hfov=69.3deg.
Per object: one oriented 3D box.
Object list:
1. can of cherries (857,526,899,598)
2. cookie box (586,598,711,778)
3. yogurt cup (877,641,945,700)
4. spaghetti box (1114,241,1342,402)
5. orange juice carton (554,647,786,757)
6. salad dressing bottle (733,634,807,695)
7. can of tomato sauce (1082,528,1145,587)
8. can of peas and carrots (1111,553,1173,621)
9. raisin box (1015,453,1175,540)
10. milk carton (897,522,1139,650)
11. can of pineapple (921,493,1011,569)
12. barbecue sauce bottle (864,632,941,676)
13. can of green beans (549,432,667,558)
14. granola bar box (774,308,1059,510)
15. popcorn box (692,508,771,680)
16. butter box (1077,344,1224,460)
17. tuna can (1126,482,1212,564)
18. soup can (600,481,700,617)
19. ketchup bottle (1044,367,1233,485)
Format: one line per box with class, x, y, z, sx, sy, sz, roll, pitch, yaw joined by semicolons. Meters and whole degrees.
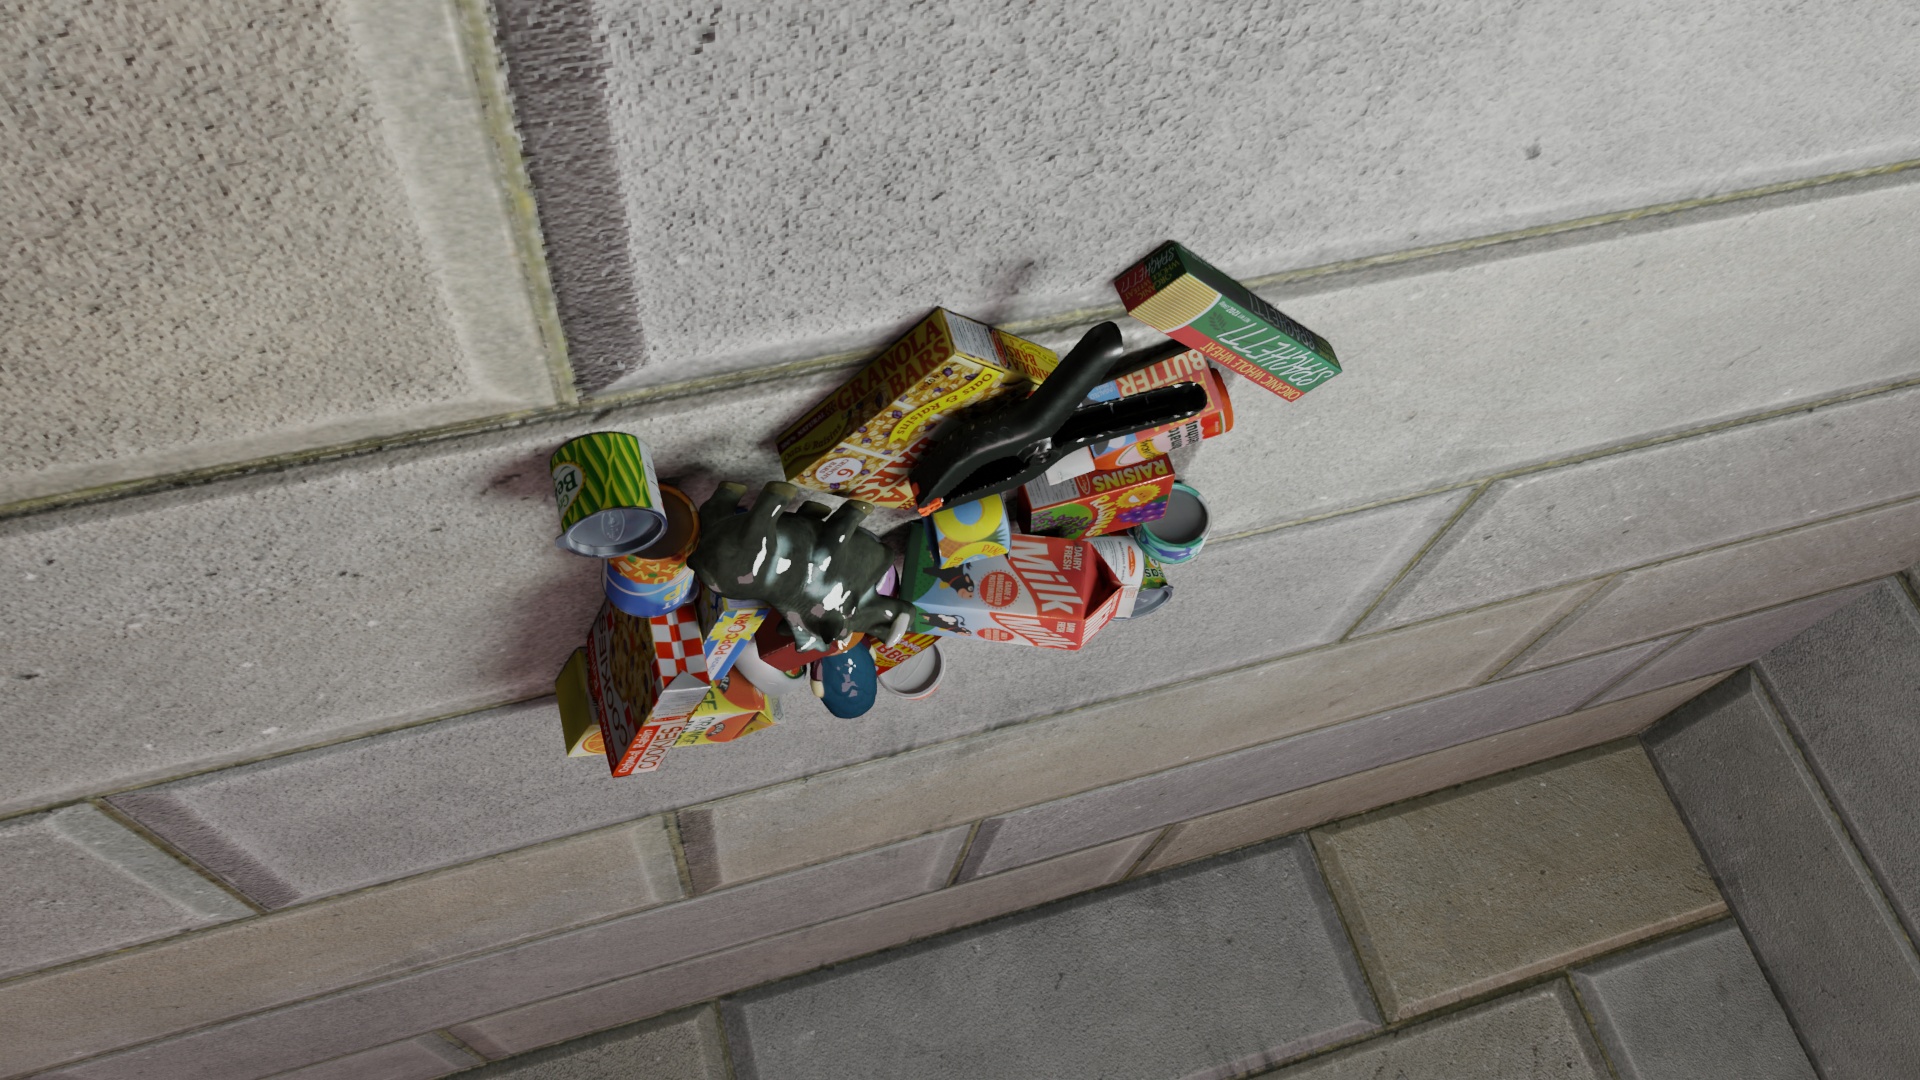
can of cherries;-0.087;0.031;1.116;0.071;0.072;0.058;-19;157;1
cookie box;-0.245;0.094;1.073;0.040;0.123;0.166;-2;151;-30
yogurt cup;-0.047;0.125;1.353;0.072;0.072;0.053;-17;164;-3
spaghetti box;0.198;-0.149;0.986;0.050;0.029;0.250;-32;152;30
orange juice carton;-0.248;0.136;1.223;0.193;0.072;0.072;-1;151;-33
salad dressing bottle;-0.179;0.085;1.182;0.044;0.064;0.147;-20;148;9
can of tomato sauce;0.111;0.022;1.245;0.083;0.071;0.071;-2;151;-30
can of peas and carrots;0.161;0.035;1.315;0.071;0.059;0.070;-16;155;-7
raisin box;0.110;-0.037;1.152;0.123;0.040;0.085;-15;155;-6
milk carton;0.049;0.041;1.145;0.191;0.074;0.072;6;156;3
can of pineapple;0.004;-0.014;1.086;0.058;0.071;0.070;-14;155;-9
barbecue sauce bottle;-0.047;0.079;1.278;0.148;0.044;0.065;-29;144;22
can of green beans;-0.229;-0.029;0.902;0.071;0.058;0.071;-15;156;-7
granola bar box;-0.026;-0.084;0.954;0.165;0.039;0.124;-34;152;32
popcorn box;-0.188;0.044;1.052;0.038;0.085;0.126;-2;151;-30
butter box;0.135;-0.102;1.011;0.103;0.053;0.024;-21;-165;6
tuna can;0.183;-0.016;1.216;0.071;0.071;0.032;-14;155;-9
soup can;-0.216;0.008;0.977;0.071;0.071;0.083;-9;154;-20
ketchup bottle;0.132;-0.084;1.061;0.149;0.044;0.064;-19;155;3
